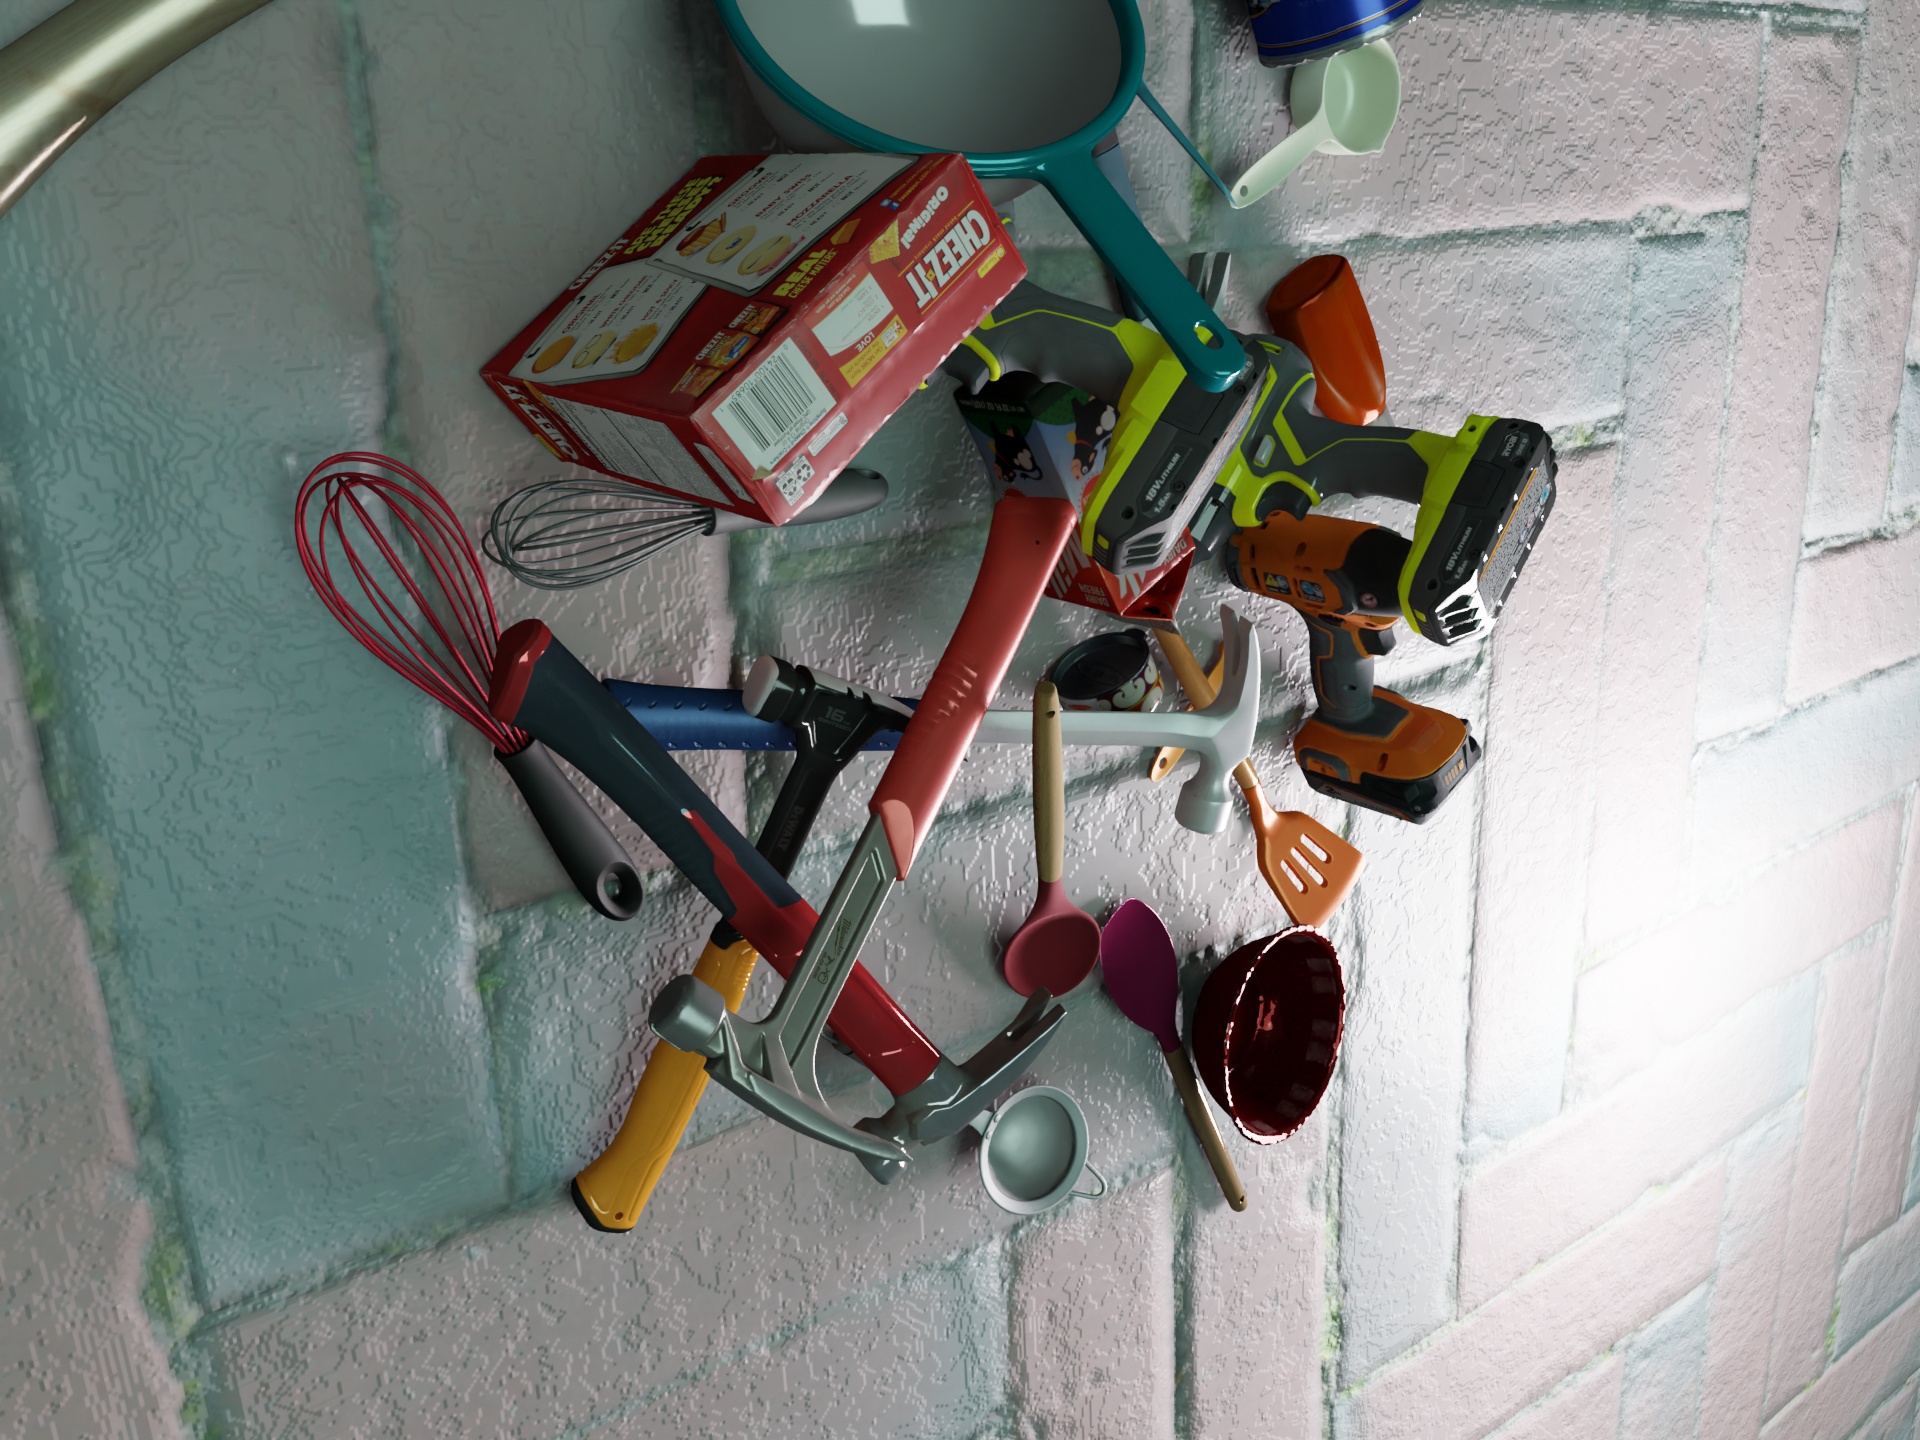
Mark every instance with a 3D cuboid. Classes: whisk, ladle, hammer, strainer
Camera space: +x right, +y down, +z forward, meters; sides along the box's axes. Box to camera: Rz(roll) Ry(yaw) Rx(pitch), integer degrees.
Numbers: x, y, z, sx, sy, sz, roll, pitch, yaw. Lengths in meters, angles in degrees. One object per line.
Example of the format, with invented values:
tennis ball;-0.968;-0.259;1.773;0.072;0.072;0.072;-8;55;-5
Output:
whisk;-0.225;-0.004;0.773;0.073;0.073;0.295;-41;130;-22
ladle;0.052;0.078;0.948;0.069;0.031;0.315;-19;144;-10
hammer;-0.120;0.133;0.863;0.127;0.034;0.337;21;101;-31
hammer;-0.015;0.036;0.813;0.149;0.037;0.359;39;63;-26
strainer;0.014;-0.273;0.772;0.211;0.095;0.340;-30;78;-26
whisk;-0.133;-0.107;0.823;0.239;0.055;0.055;-16;112;-39
hammer;-0.279;-0.330;0.650;0.411;0.038;0.146;-43;123;-20
hammer;-0.001;-0.003;0.904;0.405;0.035;0.144;1;113;-26
strainer;0.000;0.248;1.027;0.258;0.050;0.087;39;72;-32
hammer;-0.090;0.085;0.814;0.143;0.038;0.385;-40;122;-6
hammer;0.074;-0.343;0.919;0.128;0.033;0.330;-37;122;-23

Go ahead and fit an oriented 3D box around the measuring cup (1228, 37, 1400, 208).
measuring cup;0.215;-0.377;1.017;0.167;0.038;0.083;-43;125;-18

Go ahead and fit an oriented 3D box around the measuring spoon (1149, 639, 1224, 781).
measuring spoon;0.160;-0.009;1.097;0.021;0.011;0.117;36;84;-42

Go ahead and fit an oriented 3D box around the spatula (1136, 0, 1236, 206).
spatula;0.094;-0.435;0.869;0.082;0.044;0.317;-47;124;-70

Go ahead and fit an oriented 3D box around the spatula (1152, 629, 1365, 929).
spatula;0.200;0.029;1.110;0.081;0.041;0.322;-48;130;-16

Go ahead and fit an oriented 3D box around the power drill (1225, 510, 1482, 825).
power drill;0.281;-0.039;1.083;0.084;0.164;0.226;-43;126;-23

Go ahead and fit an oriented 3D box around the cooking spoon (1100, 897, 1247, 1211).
cooking spoon;0.162;0.256;1.166;0.069;0.017;0.318;-45;125;-31

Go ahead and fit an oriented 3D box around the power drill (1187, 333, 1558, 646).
power drill;0.231;-0.135;0.977;0.171;0.223;0.080;-61;147;-8

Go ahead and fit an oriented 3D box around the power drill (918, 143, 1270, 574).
power drill;0.024;-0.174;0.830;0.190;0.228;0.080;-57;170;-11
